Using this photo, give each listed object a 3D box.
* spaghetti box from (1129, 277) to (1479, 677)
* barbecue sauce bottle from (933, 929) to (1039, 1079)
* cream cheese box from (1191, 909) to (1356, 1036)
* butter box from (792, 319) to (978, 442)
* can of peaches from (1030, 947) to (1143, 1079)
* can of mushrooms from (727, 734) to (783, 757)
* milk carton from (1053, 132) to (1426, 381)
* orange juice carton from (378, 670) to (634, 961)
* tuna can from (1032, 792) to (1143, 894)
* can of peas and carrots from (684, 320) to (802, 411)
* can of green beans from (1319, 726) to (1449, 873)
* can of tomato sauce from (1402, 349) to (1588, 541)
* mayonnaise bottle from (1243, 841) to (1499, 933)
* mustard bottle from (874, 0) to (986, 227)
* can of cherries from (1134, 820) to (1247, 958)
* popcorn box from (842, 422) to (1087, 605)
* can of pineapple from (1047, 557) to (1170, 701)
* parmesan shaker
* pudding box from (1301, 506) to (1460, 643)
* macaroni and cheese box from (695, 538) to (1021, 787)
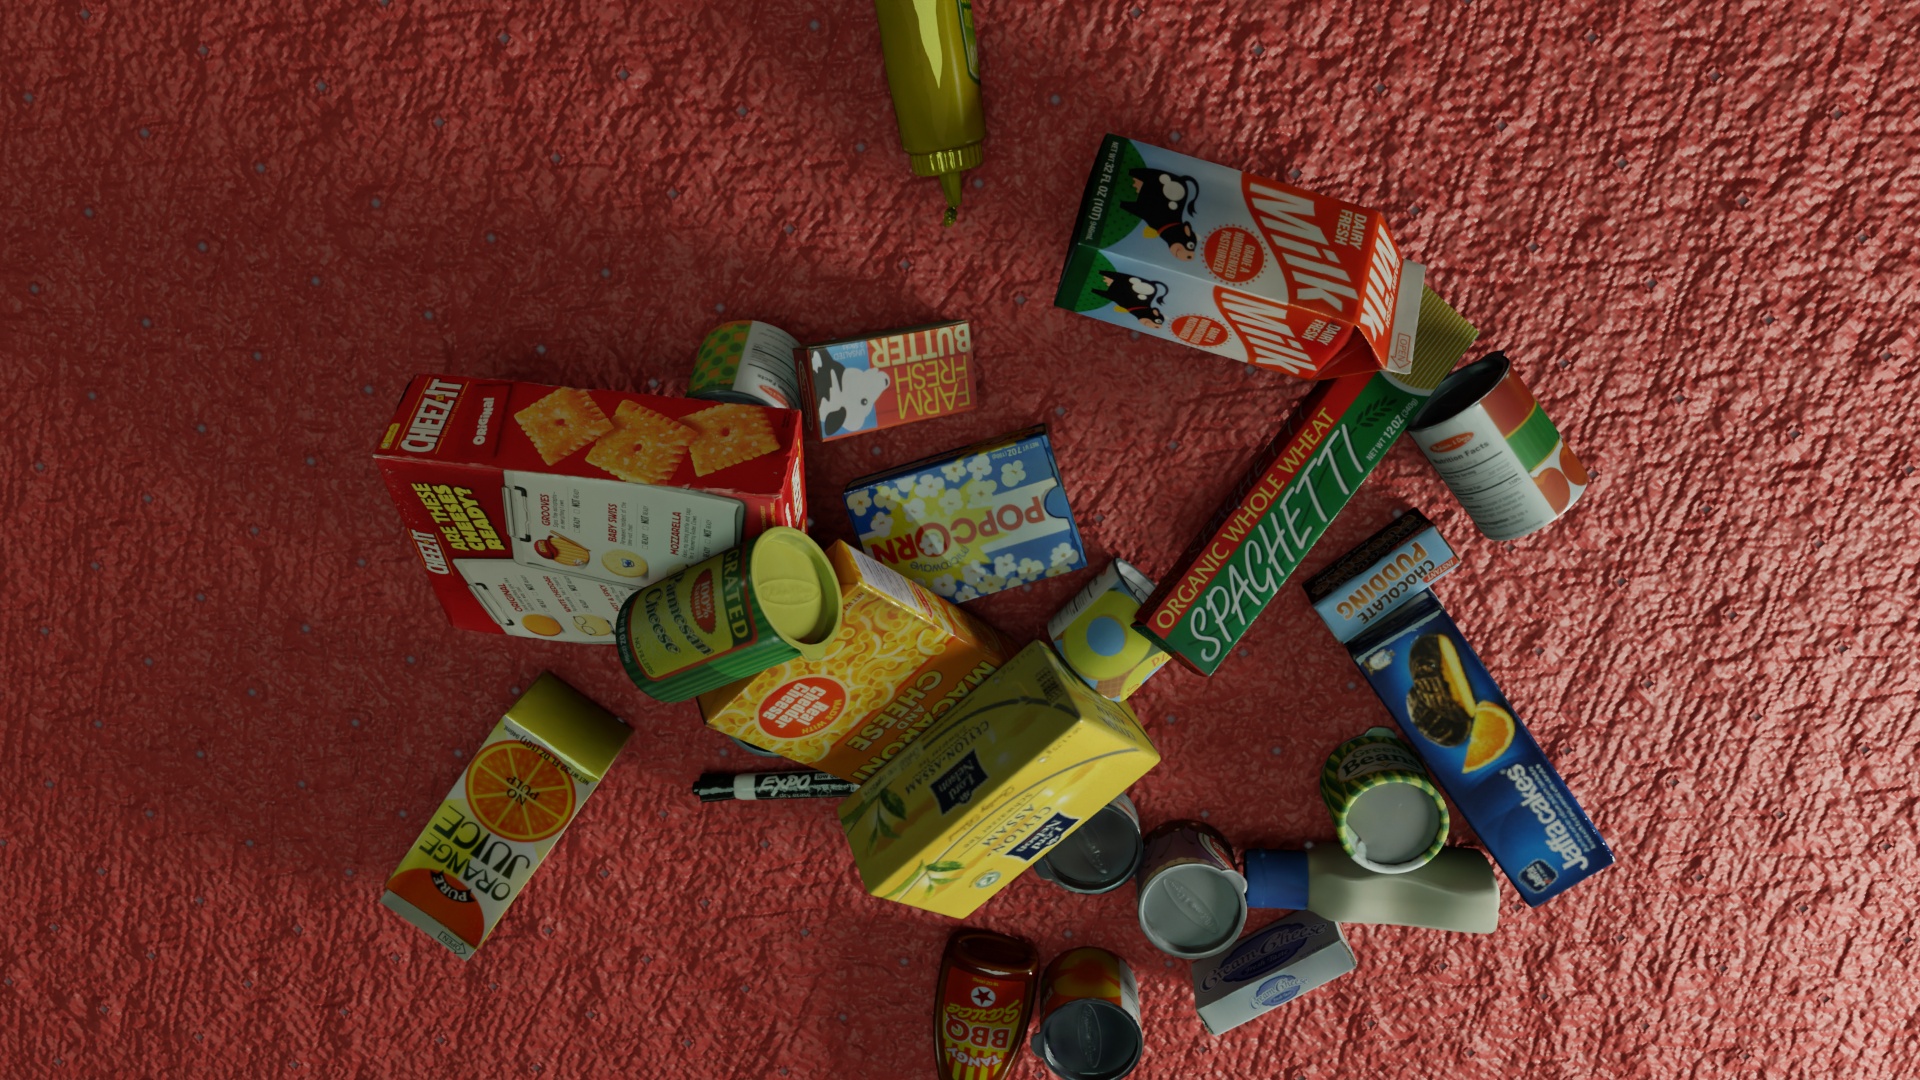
[{"bbox_3d":[0.192,-0.035,0.774,0.050,0.028,0.250,39,88,-7],"label":"spaghetti box"},{"bbox_3d":[0.010,0.334,0.923,0.065,0.044,0.148,11,107,6],"label":"barbecue sauce bottle"},{"bbox_3d":[0.198,0.272,0.887,0.103,0.053,0.024,-31,100,12],"label":"cream cheese box"},{"bbox_3d":[-0.040,-0.092,0.785,0.104,0.024,0.053,-14,107,-27],"label":"butter box"},{"bbox_3d":[0.082,0.309,0.904,0.071,0.058,0.071,1,107,4],"label":"can of peaches"},{"bbox_3d":[-0.114,0.098,0.868,0.071,0.033,0.070,1,106,4],"label":"can of mushrooms"},{"bbox_3d":[0.154,-0.145,0.744,0.191,0.073,0.072,15,71,-1],"label":"milk carton"},{"bbox_3d":[-0.296,0.184,0.884,0.072,0.073,0.192,36,106,-7],"label":"orange juice carton"},{"bbox_3d":[0.079,0.189,0.881,0.071,0.033,0.071,1,106,4],"label":"tuna can"},{"bbox_3d":[-0.124,-0.082,0.790,0.071,0.059,0.070,5,142,4],"label":"can of peas and carrots"},{"bbox_3d":[0.258,0.160,0.848,0.071,0.058,0.071,1,107,4],"label":"can of green beans"},{"bbox_3d":[0.301,-0.052,0.780,0.071,0.071,0.083,-37,101,13],"label":"can of tomato sauce"},{"bbox_3d":[0.252,0.213,0.864,0.148,0.065,0.041,1,104,8],"label":"mayonnaise bottle"},{"bbox_3d":[-0.014,-0.249,0.746,0.049,0.065,0.159,-5,112,11],"label":"mustard bottle"},{"bbox_3d":[0.145,0.217,0.872,0.071,0.058,0.071,1,106,4],"label":"can of cherries"},{"bbox_3d":[0.003,-0.010,0.825,0.126,0.038,0.085,-16,104,9],"label":"popcorn box"},{"bbox_3d":[0.095,0.055,0.823,0.071,0.071,0.057,43,106,-9],"label":"can of pineapple"},{"bbox_3d":[-0.121,0.043,0.721,0.103,0.072,0.071,-23,105,31],"label":"parmesan shaker"},{"bbox_3d":[0.245,0.020,0.812,0.083,0.050,0.030,-37,100,13],"label":"pudding box"},{"bbox_3d":[-0.052,0.080,0.809,0.123,0.040,0.166,-42,137,15],"label":"macaroni and cheese box"}]
